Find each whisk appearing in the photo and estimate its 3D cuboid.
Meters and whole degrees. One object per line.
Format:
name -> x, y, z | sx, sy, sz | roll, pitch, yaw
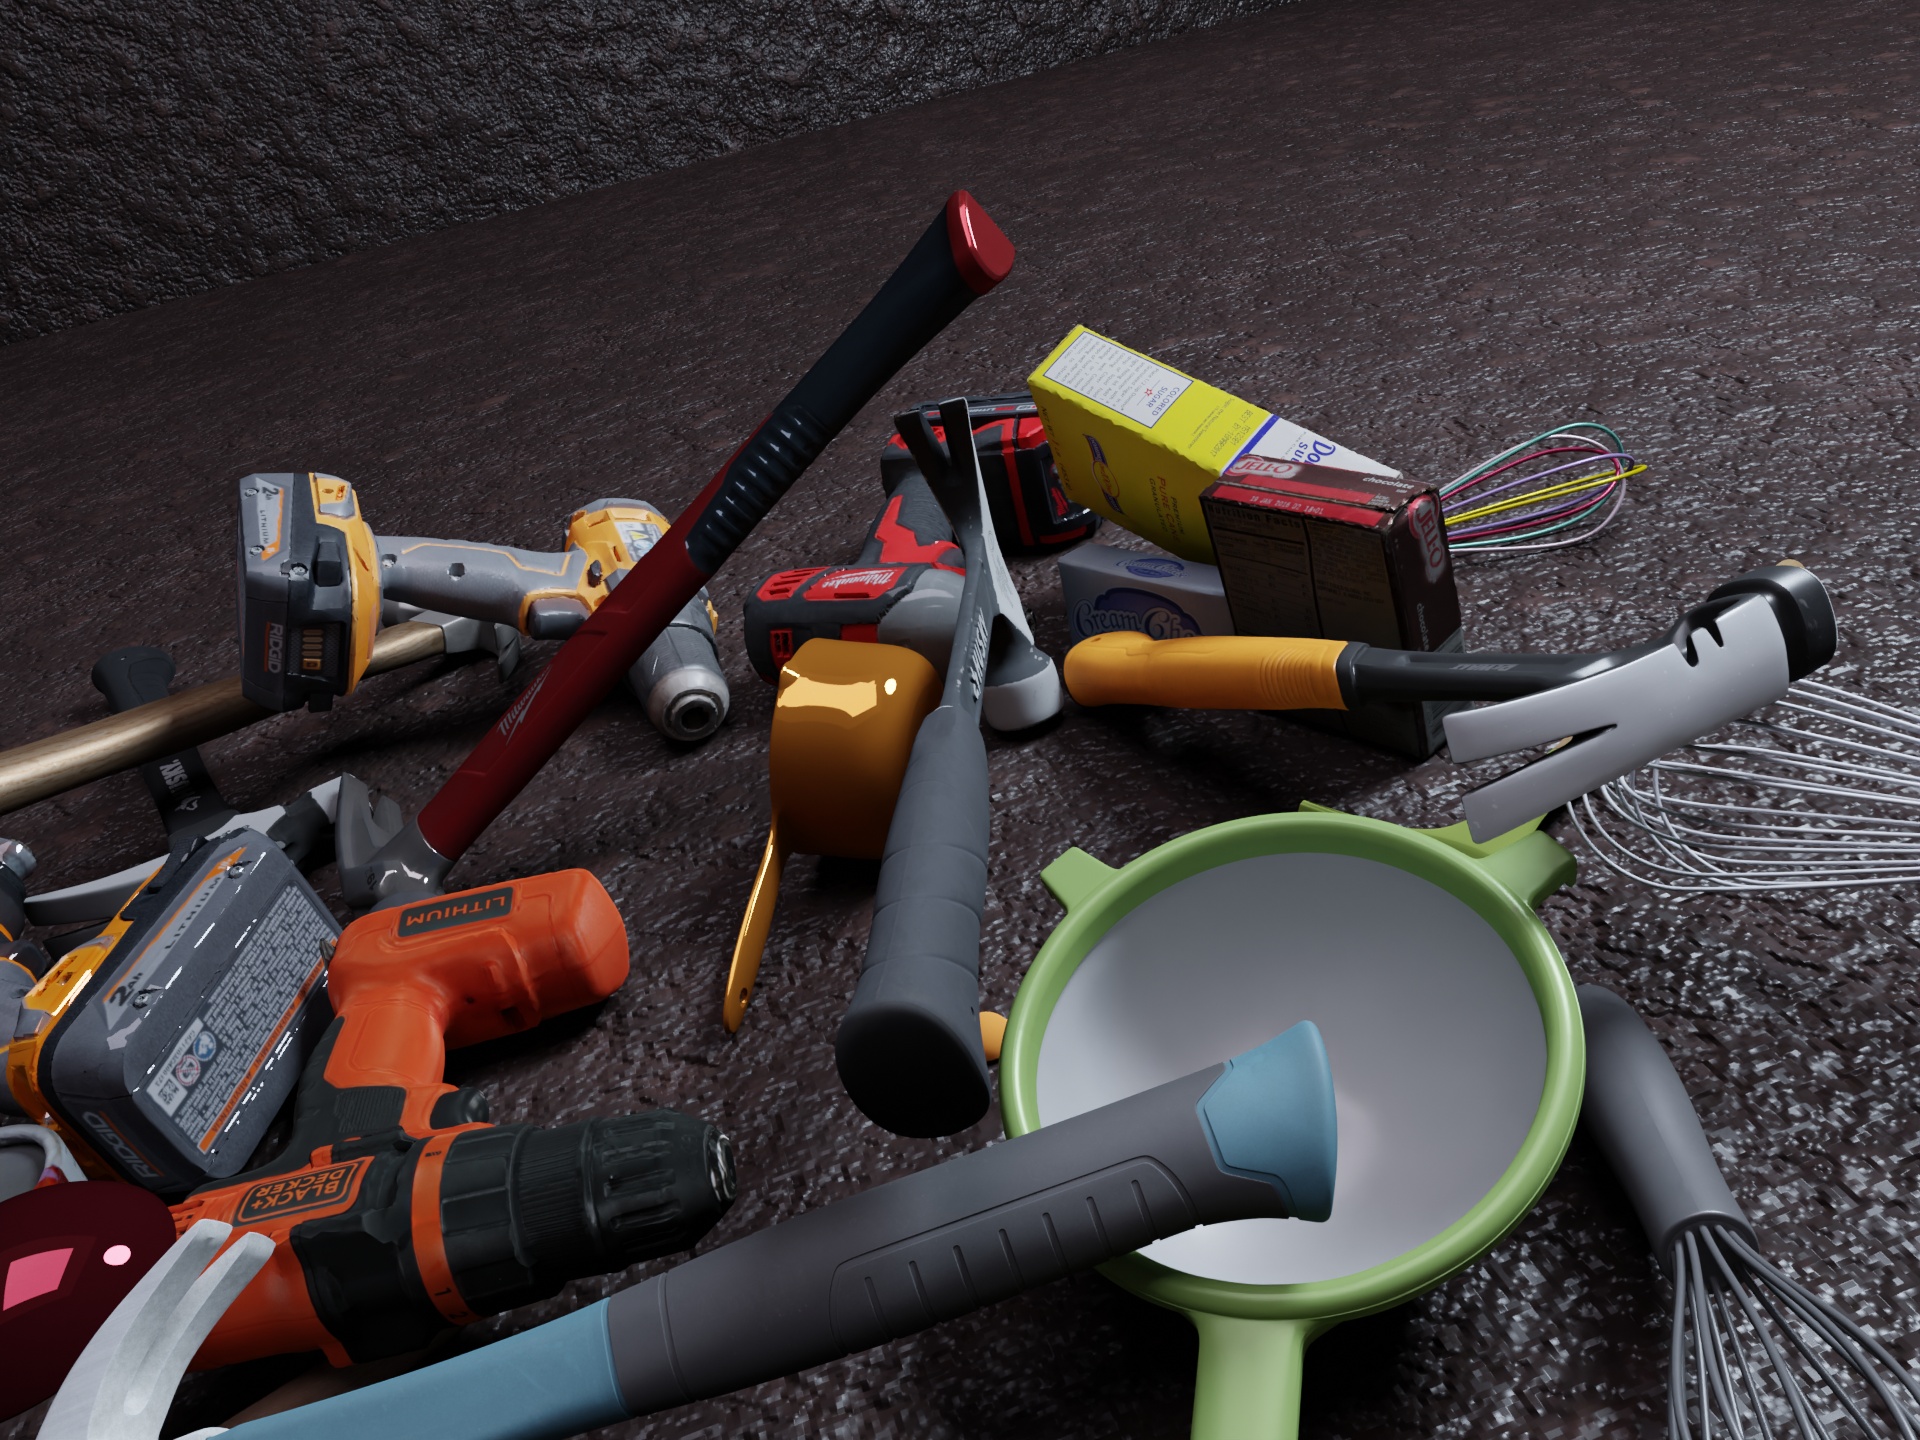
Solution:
whisk -> 0.310, 0.031, 0.424 | 0.285, 0.070, 0.070 | 8, 35, 30
whisk -> 0.171, 0.120, 0.369 | 0.055, 0.055, 0.239 | -8, 16, 10
whisk -> 0.208, -0.088, 0.758 | 0.245, 0.051, 0.047 | -17, 34, 0

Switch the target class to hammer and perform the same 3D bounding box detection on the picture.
hammer -> -0.125, -0.069, 0.669 | 0.386, 0.038, 0.143 | -48, 36, 3
hammer -> -0.001, -0.002, 0.515 | 0.036, 0.149, 0.409 | -15, 19, 9
hammer -> 0.118, -0.013, 0.560 | 0.127, 0.034, 0.337 | -22, 11, -21
hammer -> -0.065, 0.146, 0.373 | 0.331, 0.033, 0.128 | -20, 61, 1
hammer -> -0.421, 0.023, 0.834 | 0.146, 0.035, 0.335 | -27, 31, -24
hammer -> -0.356, -0.011, 0.799 | 0.130, 0.031, 0.331 | 9, 23, 30

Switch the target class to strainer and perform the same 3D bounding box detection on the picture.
strainer -> 0.080, 0.141, 0.399 | 0.151, 0.069, 0.257 | -4, 47, 22

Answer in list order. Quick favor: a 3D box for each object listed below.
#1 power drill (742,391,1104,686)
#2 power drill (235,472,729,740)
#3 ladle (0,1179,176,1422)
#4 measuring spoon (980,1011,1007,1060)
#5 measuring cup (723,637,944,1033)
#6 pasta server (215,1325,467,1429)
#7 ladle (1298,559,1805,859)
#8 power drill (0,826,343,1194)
power drill -> -0.004, -0.089, 0.817 | 0.143, 0.078, 0.220 | 1, 35, 25
power drill -> -0.230, -0.051, 0.782 | 0.226, 0.084, 0.186 | 0, 34, -27
ladle -> -0.341, 0.221, 0.391 | 0.315, 0.031, 0.069 | -38, 45, -12
measuring spoon -> 0.055, 0.093, 0.531 | 0.117, 0.011, 0.021 | -13, 29, 0
measuring cup -> -0.045, 0.044, 0.609 | 0.052, 0.095, 0.174 | 3, 51, 14
pasta server -> -0.272, 0.234, 0.393 | 0.316, 0.040, 0.060 | -29, 27, -28
ladle -> 0.237, -0.005, 0.586 | 0.320, 0.062, 0.078 | -30, 35, -33
power drill -> -0.350, 0.101, 0.604 | 0.226, 0.084, 0.164 | -6, 39, 19
